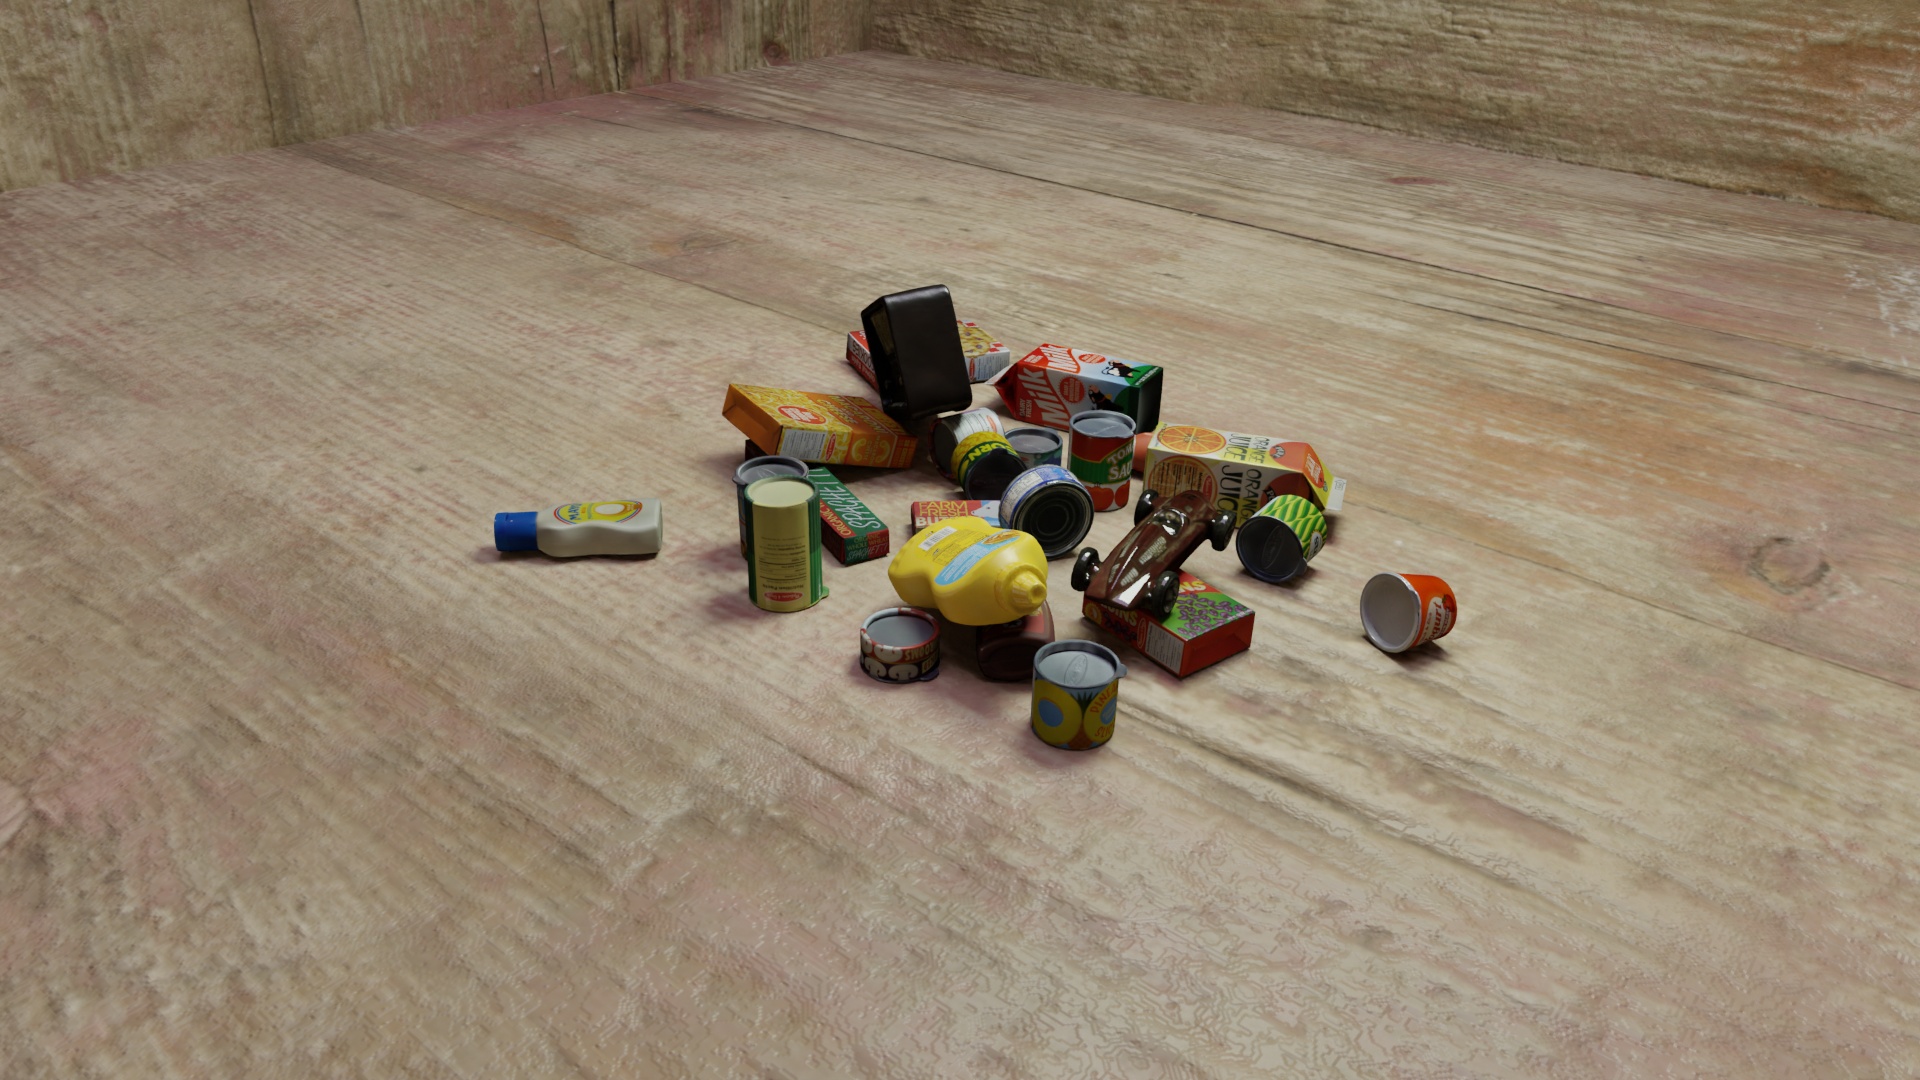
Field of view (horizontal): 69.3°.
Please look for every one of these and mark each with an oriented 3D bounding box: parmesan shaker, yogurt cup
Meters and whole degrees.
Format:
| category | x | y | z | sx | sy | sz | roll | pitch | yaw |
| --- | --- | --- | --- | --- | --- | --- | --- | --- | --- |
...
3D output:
| category | x | y | z | sx | sy | sz | roll | pitch | yaw |
| --- | --- | --- | --- | --- | --- | --- | --- | --- | --- |
| parmesan shaker | -0.151 | 0.001 | 1.209 | 0.071 | 0.102 | 0.071 | 1 | 28 | -1 |
| yogurt cup | 0.381 | 0.059 | 1.175 | 0.054 | 0.072 | 0.072 | -4 | 28 | -27 |

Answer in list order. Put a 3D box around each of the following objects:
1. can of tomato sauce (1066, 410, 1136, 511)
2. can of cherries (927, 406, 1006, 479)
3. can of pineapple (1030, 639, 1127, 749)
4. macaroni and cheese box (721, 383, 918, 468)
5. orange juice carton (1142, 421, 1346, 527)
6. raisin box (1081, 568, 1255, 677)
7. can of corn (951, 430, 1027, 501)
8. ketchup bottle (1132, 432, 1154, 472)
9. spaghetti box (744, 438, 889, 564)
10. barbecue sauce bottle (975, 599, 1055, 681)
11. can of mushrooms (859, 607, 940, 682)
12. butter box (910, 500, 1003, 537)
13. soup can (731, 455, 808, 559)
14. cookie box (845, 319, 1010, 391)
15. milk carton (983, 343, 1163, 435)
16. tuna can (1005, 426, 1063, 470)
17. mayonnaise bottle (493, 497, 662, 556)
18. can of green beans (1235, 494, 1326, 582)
| category | x | y | z | sx | sy | sz | roll | pitch | yaw |
| --- | --- | --- | --- | --- | --- | --- | --- | --- | --- |
| can of tomato sauce | 0.142 | -0.080 | 1.396 | 0.071 | 0.082 | 0.071 | 1 | 28 | -1 |
| can of cherries | 0.006 | -0.100 | 1.450 | 0.058 | 0.071 | 0.071 | -17 | 33 | -29 |
| can of pineapple | 0.088 | 0.117 | 1.054 | 0.071 | 0.057 | 0.071 | 1 | 29 | -1 |
| macaroni and cheese box | -0.146 | -0.119 | 1.451 | 0.167 | 0.040 | 0.124 | 2 | 24 | -38 |
| orange juice carton | 0.282 | -0.060 | 1.377 | 0.193 | 0.072 | 0.072 | 10 | 29 | 14 |
| raisin box | 0.176 | 0.062 | 1.183 | 0.086 | 0.040 | 0.123 | -19 | 35 | -34 |
| can of corn | 0.029 | -0.072 | 1.388 | 0.071 | 0.070 | 0.058 | -6 | 28 | -14 |
| ketchup bottle | 0.220 | -0.090 | 1.460 | 0.149 | 0.043 | 0.065 | 5 | 14 | 7 |
| spaghetti box | -0.145 | -0.046 | 1.376 | 0.050 | 0.028 | 0.251 | -13 | 32 | -26 |
| barbecue sauce bottle | 0.046 | 0.061 | 1.172 | 0.065 | 0.043 | 0.149 | -8 | 27 | 6 |
| can of mushrooms | -0.047 | 0.085 | 1.132 | 0.071 | 0.033 | 0.071 | 1 | 27 | -1 |
| butter box | 0.005 | -0.017 | 1.333 | 0.103 | 0.024 | 0.053 | -1 | 29 | -4 |
| soup can | -0.175 | -0.027 | 1.281 | 0.071 | 0.083 | 0.072 | 1 | 28 | 0 |
| cookie box | -0.041 | -0.227 | 1.705 | 0.168 | 0.040 | 0.123 | -10 | 30 | -22 |
| milk carton | 0.126 | -0.171 | 1.575 | 0.191 | 0.073 | 0.073 | 16 | 32 | 25 |
| tuna can | 0.076 | -0.093 | 1.470 | 0.071 | 0.032 | 0.071 | 1 | 28 | -1 |
| mayonnaise bottle | -0.352 | -0.011 | 1.286 | 0.148 | 0.041 | 0.065 | -3 | 30 | -9 |
| can of green beans | 0.296 | -0.002 | 1.278 | 0.071 | 0.071 | 0.058 | 20 | 33 | 31 |
